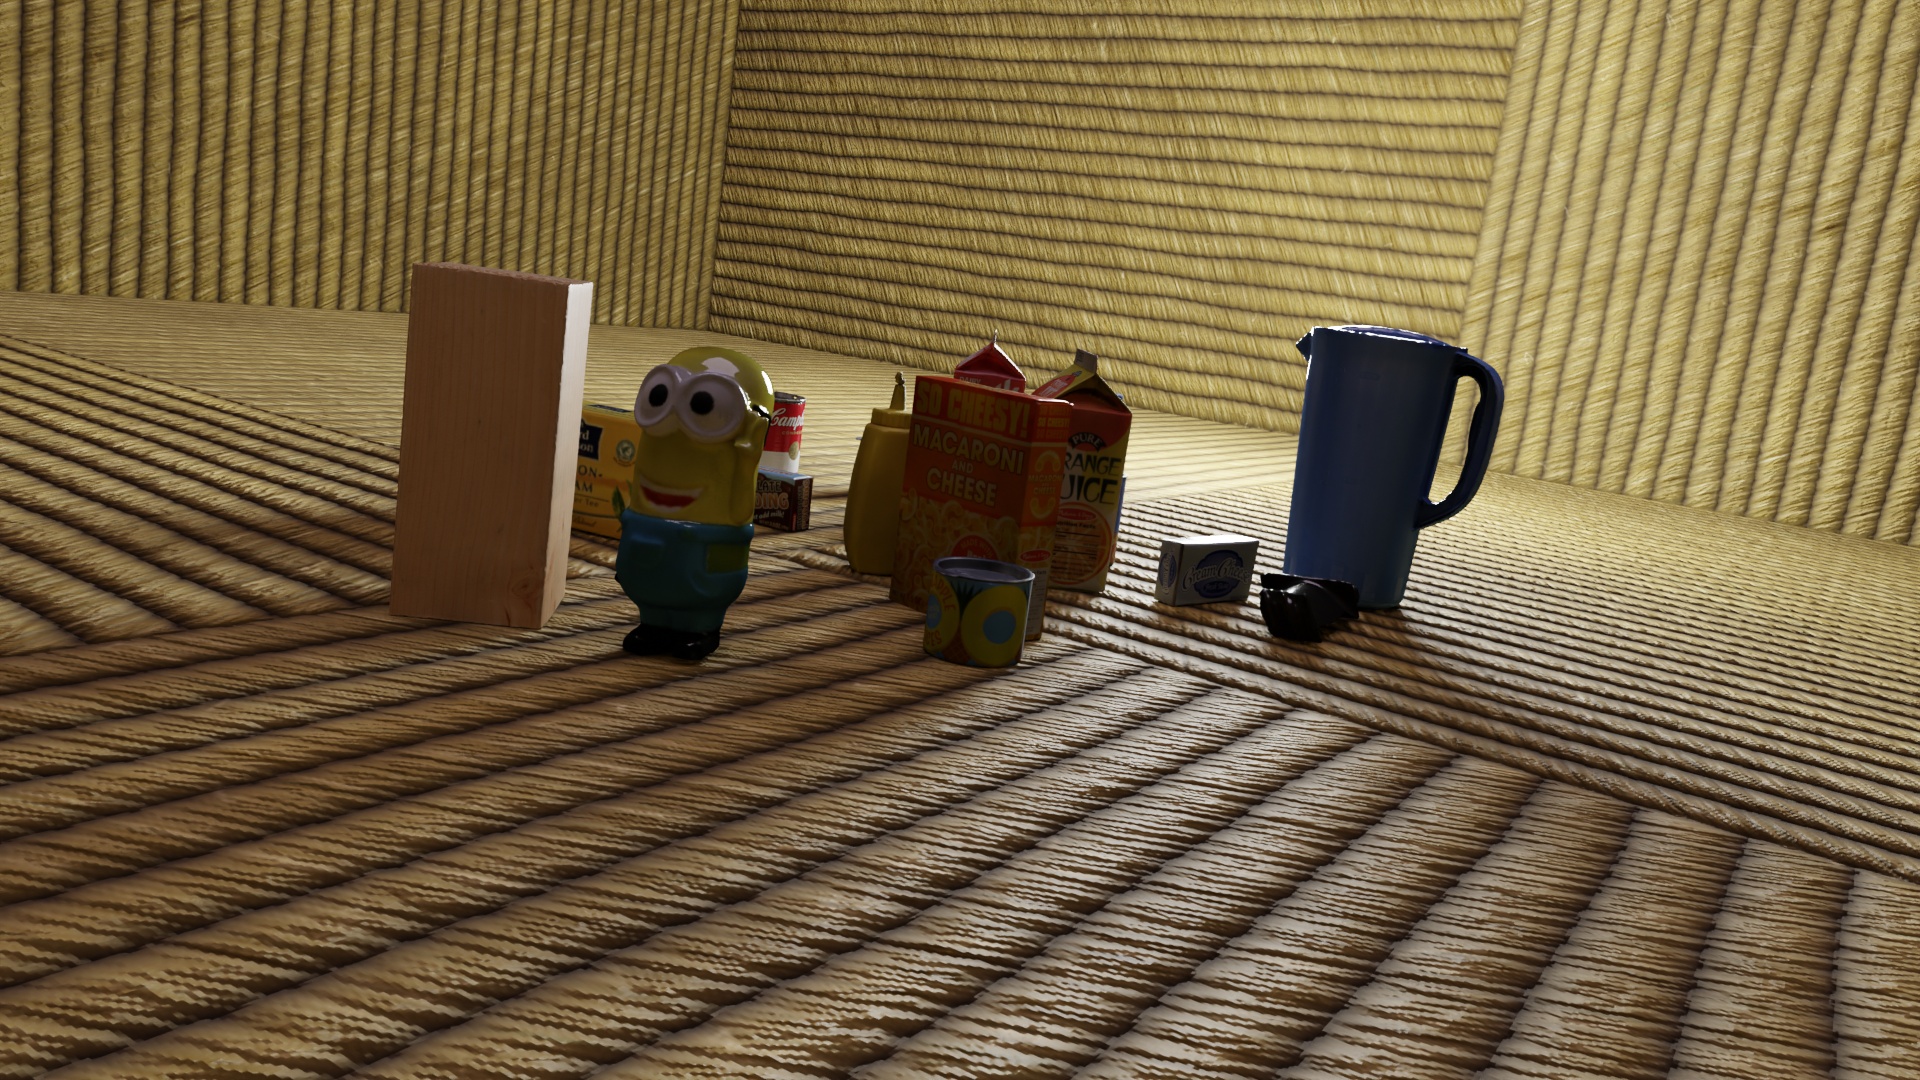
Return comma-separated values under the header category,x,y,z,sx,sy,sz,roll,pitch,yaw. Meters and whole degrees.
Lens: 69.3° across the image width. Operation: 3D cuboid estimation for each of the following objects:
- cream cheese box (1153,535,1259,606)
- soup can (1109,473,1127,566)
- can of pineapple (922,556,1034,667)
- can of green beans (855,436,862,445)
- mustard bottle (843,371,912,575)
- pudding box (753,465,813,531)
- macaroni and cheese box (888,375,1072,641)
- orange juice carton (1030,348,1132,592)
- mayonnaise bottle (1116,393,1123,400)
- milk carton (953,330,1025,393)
category,x,y,z,sx,sy,sz,roll,pitch,yaw
cream cheese box,0.205,0.024,1.154,0.104,0.053,0.024,-2,14,-42
soup can,0.113,-0.024,1.260,0.071,0.083,0.071,7,10,-1
can of pineapple,0.009,0.045,0.895,0.071,0.057,0.071,7,10,-1
can of green beans,-0.077,-0.076,1.473,0.071,0.057,0.071,7,10,-1
mustard bottle,-0.054,-0.054,1.096,0.065,0.160,0.049,5,11,-17
pudding box,-0.173,-0.040,1.237,0.084,0.049,0.030,13,12,29
macaroni and cheese box,0.012,-0.025,0.974,0.040,0.166,0.124,-2,14,-44
orange juice carton,0.091,-0.060,1.142,0.073,0.192,0.072,6,10,-9
mayonnaise bottle,0.129,-0.070,1.339,0.065,0.147,0.041,3,11,-25
milk carton,0.023,-0.116,1.393,0.073,0.190,0.072,7,10,-1
